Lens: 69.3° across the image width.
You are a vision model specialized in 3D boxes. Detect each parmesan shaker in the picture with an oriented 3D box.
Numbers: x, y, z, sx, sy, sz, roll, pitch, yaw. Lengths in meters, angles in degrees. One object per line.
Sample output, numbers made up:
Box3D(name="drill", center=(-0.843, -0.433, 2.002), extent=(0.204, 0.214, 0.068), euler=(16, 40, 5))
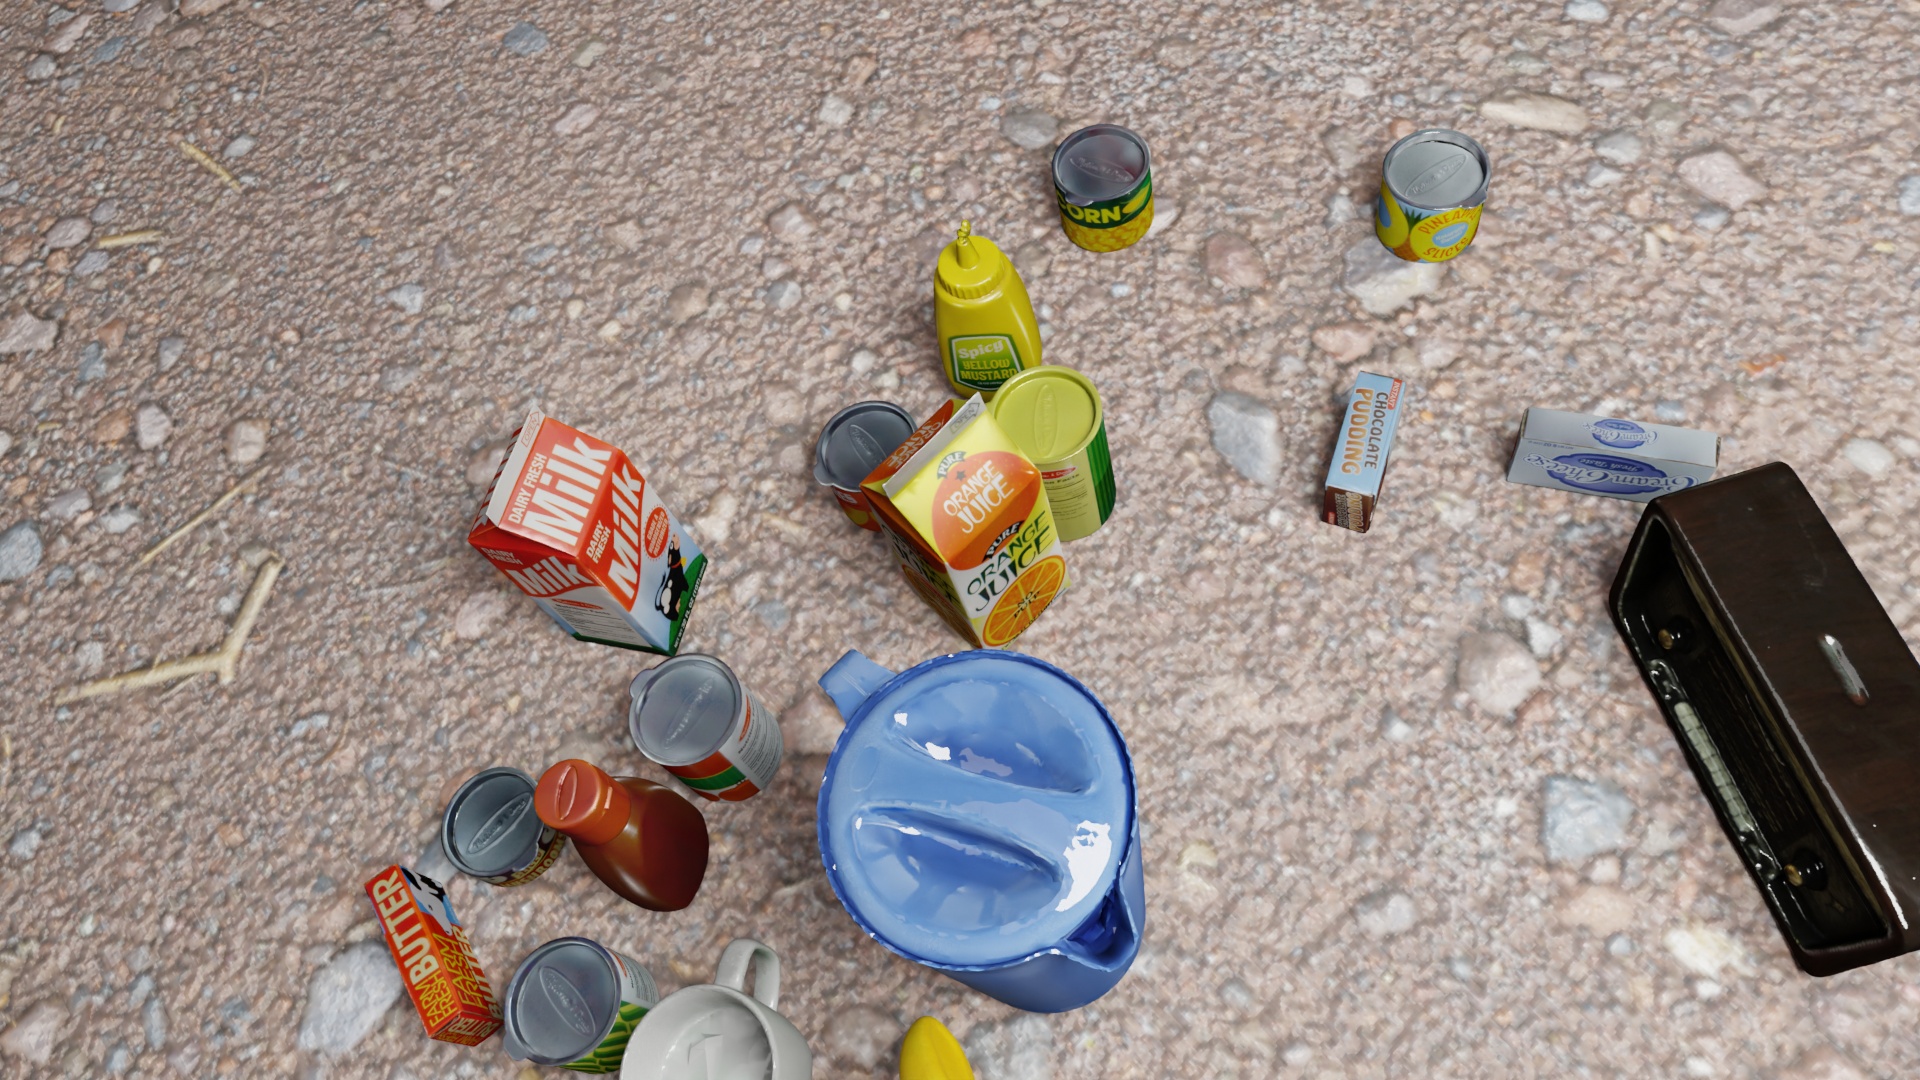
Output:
Box3D(name="parmesan shaker", center=(0.055, -0.051, 0.839), extent=(0.071, 0.102, 0.071), euler=(-5, 63, 9))

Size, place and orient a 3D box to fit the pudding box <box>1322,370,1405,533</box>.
Box3D(name="pudding box", center=(0.242, -0.053, 0.833), extent=(0.030, 0.049, 0.084), euler=(14, 68, 18))

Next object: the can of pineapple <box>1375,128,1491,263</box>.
Box3D(name="can of pineapple", center=(0.306, -0.221, 0.900), extent=(0.071, 0.057, 0.071), euler=(-5, 63, 9))

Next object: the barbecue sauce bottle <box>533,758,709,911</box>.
Box3D(name="barbecue sauce bottle", center=(-0.182, 0.157, 0.757), extent=(0.044, 0.148, 0.065), euler=(-1, 64, 11))

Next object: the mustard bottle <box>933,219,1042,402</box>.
Box3D(name="mustard bottle", center=(0.012, -0.143, 0.862), extent=(0.065, 0.159, 0.049), euler=(-3, 64, 10))

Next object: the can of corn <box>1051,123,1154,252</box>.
Box3D(name="can of corn", center=(0.097, -0.238, 0.950), extent=(0.071, 0.058, 0.071), euler=(-5, 63, 9))

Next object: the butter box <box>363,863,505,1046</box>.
Box3D(name="butter box", center=(-0.301, 0.237, 0.795), extent=(0.024, 0.053, 0.104), euler=(-35, 62, -6))

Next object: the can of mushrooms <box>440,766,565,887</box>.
Box3D(name="can of mushrooms", center=(-0.271, 0.174, 0.831), extent=(0.071, 0.033, 0.071), euler=(-5, 63, 9))

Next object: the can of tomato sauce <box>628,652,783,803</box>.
Box3D(name="can of tomato sauce", center=(-0.148, 0.111, 0.810), extent=(0.071, 0.082, 0.071), euler=(-5, 63, 9))

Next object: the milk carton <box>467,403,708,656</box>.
Box3D(name="milk carton", center=(-0.223, -0.003, 0.821), extent=(0.073, 0.190, 0.072), euler=(8, 66, 15))

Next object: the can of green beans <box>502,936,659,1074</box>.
Box3D(name="can of green beans", center=(-0.207, 0.256, 0.763), extent=(0.071, 0.057, 0.071), euler=(-5, 63, 9))

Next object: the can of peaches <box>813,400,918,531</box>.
Box3D(name="can of peaches", center=(-0.055, -0.045, 0.884), extent=(0.071, 0.058, 0.071), euler=(-5, 63, 9))

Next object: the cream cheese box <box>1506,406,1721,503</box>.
Box3D(name="cream cheese box", center=(0.374, -0.048, 0.802), extent=(0.104, 0.053, 0.024), euler=(10, 67, 16))

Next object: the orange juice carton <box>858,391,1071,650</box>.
Box3D(name="orange juice carton", center=(0.003, -0.010, 0.778), extent=(0.072, 0.192, 0.073), euler=(-44, 64, -11))
